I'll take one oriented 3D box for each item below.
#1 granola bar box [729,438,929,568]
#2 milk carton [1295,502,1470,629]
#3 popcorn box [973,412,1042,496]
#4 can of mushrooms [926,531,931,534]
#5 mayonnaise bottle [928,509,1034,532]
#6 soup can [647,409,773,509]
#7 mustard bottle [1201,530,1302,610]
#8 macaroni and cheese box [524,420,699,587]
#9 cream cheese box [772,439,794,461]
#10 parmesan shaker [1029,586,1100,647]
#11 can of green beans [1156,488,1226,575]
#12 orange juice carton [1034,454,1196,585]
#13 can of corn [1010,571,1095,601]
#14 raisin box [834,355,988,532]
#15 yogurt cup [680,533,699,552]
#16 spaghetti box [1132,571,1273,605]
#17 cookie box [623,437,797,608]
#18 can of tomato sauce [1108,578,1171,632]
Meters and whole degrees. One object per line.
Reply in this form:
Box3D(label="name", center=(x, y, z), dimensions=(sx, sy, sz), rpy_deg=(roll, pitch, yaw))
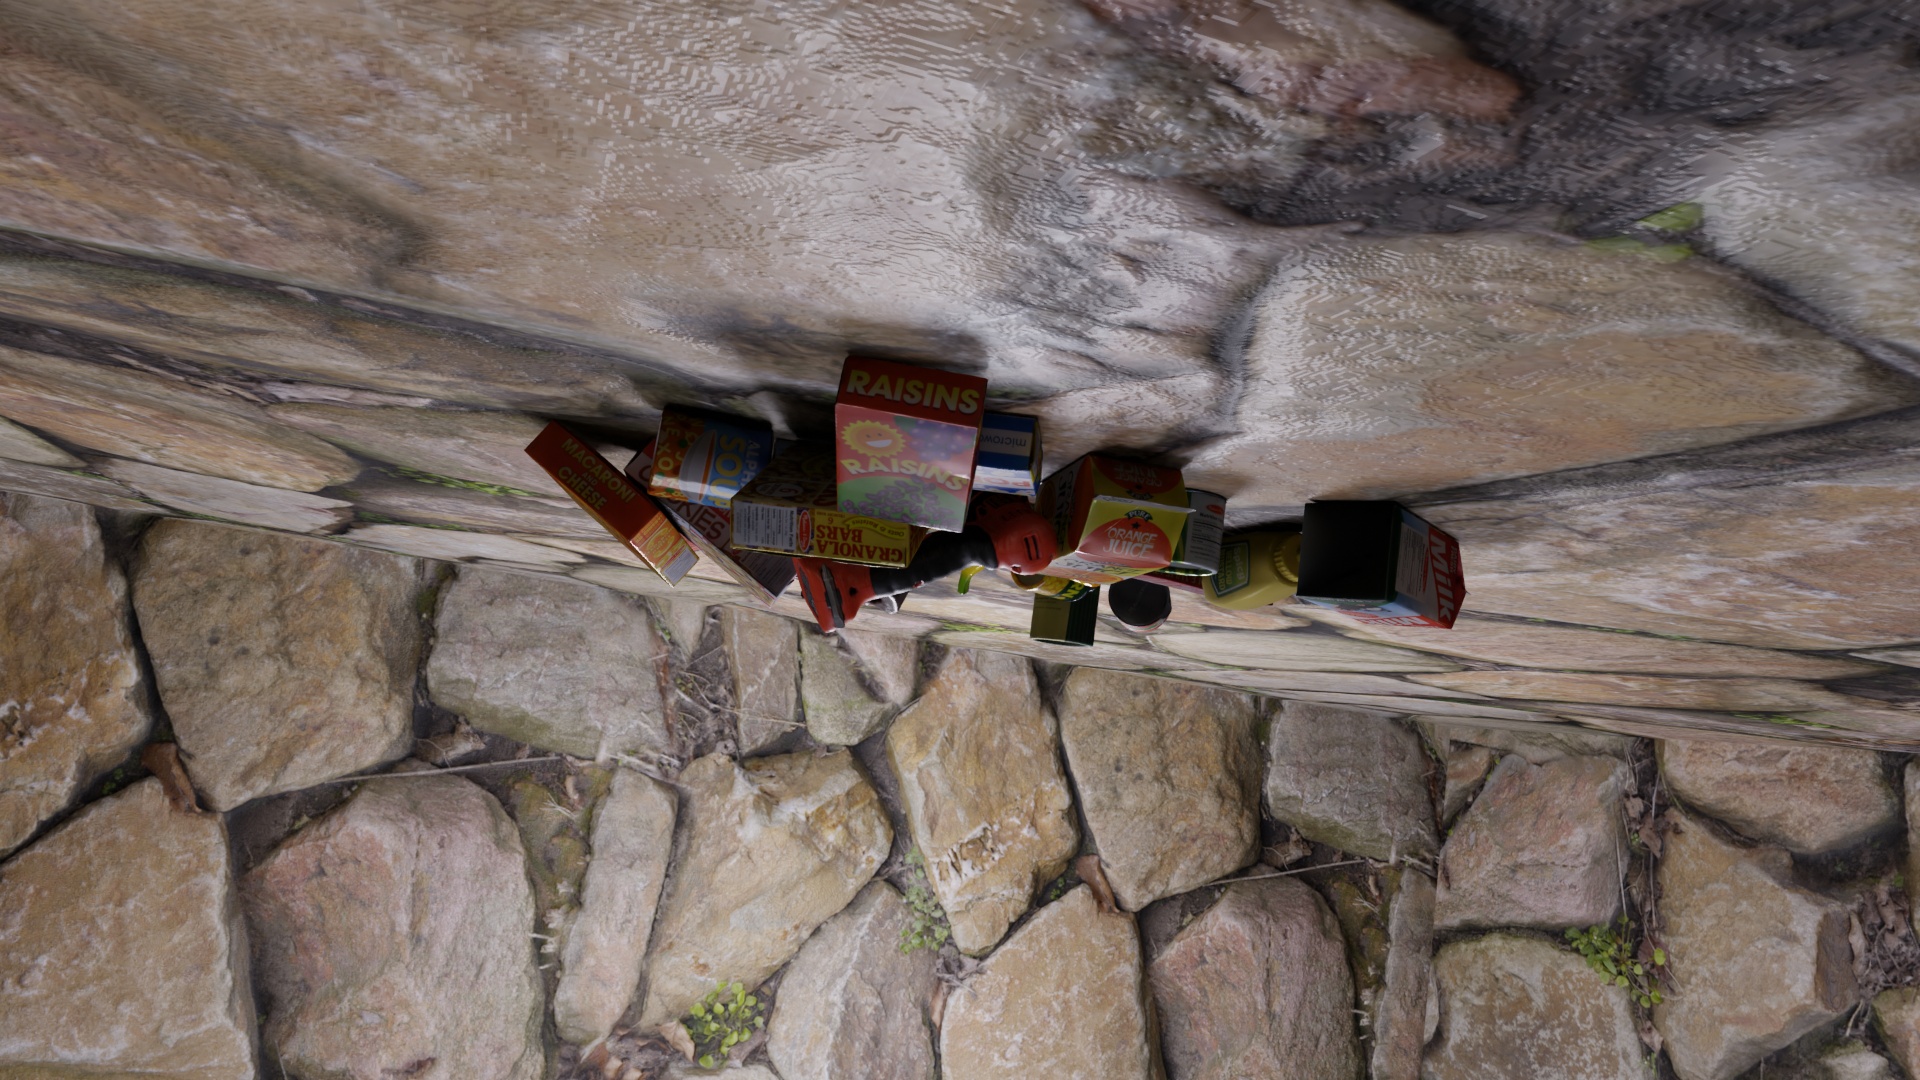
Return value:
Box3D(label="granola bar box", center=(-0.082, -0.029, 0.998), dimensions=(0.124, 0.039, 0.166), rpy_deg=(7, -161, 8))
Box3D(label="milk carton", center=(0.335, 0.025, 1.085), dimensions=(0.072, 0.073, 0.190), rpy_deg=(1, 170, 38))
Box3D(label="popcorn box", center=(-0.009, -0.062, 0.940), dimensions=(0.127, 0.038, 0.085), rpy_deg=(7, 172, 7))
Box3D(label="can of mushrooms", center=(0.005, -0.016, 1.271), dimensions=(0.071, 0.033, 0.071), rpy_deg=(8, 171, 1))
Box3D(label="mayonnaise bottle", center=(0.007, -0.021, 1.205), dimensions=(0.148, 0.041, 0.064), rpy_deg=(13, 172, -25))
Box3D(label="soup can", center=(-0.187, -0.058, 1.042), dimensions=(0.084, 0.071, 0.071), rpy_deg=(11, 171, -14))
Box3D(label="mustard bottle", center=(0.261, 0.020, 1.176), dimensions=(0.049, 0.065, 0.160), rpy_deg=(6, 167, -19))
Box3D(label="macaroni and cheese box", center=(-0.299, -0.030, 1.207), dimensions=(0.124, 0.040, 0.166), rpy_deg=(39, 169, 10))
Box3D(label="cream cheese box", center=(-0.099, -0.058, 1.116), dimensions=(0.104, 0.024, 0.053), rpy_deg=(9, 170, -4))
Box3D(label="parmesan shaker", center=(0.106, 0.053, 1.402), dimensions=(0.071, 0.103, 0.071), rpy_deg=(8, 172, 1))
Box3D(label="can of green beans", center=(0.171, -0.006, 1.083), dimensions=(0.071, 0.058, 0.071), rpy_deg=(8, 172, 1))
Box3D(label="orange juice carton", center=(0.109, -0.015, 1.032), dimensions=(0.072, 0.073, 0.192), rpy_deg=(10, 171, -10))
Box3D(label="can of corn", center=(0.090, 0.022, 1.325), dimensions=(0.058, 0.071, 0.071), rpy_deg=(16, 169, -39))
Box3D(label="raisin box", center=(-0.031, -0.057, 0.850), dimensions=(0.086, 0.040, 0.122), rpy_deg=(10, 151, 1))
Box3D(label="yogurt cup", center=(-0.270, -0.026, 1.373), dimensions=(0.072, 0.072, 0.053), rpy_deg=(10, 163, -9))
Box3D(label="spaghetti box", center=(0.191, 0.016, 1.245), dimensions=(0.250, 0.050, 0.028), rpy_deg=(13, 171, -34))
Box3D(label="cookie box", center=(-0.215, -0.013, 1.212), dimensions=(0.167, 0.040, 0.122), rpy_deg=(41, 168, -3))
Box3D(label="can of tomato sauce", center=(0.201, 0.066, 1.531), dimensions=(0.071, 0.071, 0.083), rpy_deg=(7, 172, 11))
